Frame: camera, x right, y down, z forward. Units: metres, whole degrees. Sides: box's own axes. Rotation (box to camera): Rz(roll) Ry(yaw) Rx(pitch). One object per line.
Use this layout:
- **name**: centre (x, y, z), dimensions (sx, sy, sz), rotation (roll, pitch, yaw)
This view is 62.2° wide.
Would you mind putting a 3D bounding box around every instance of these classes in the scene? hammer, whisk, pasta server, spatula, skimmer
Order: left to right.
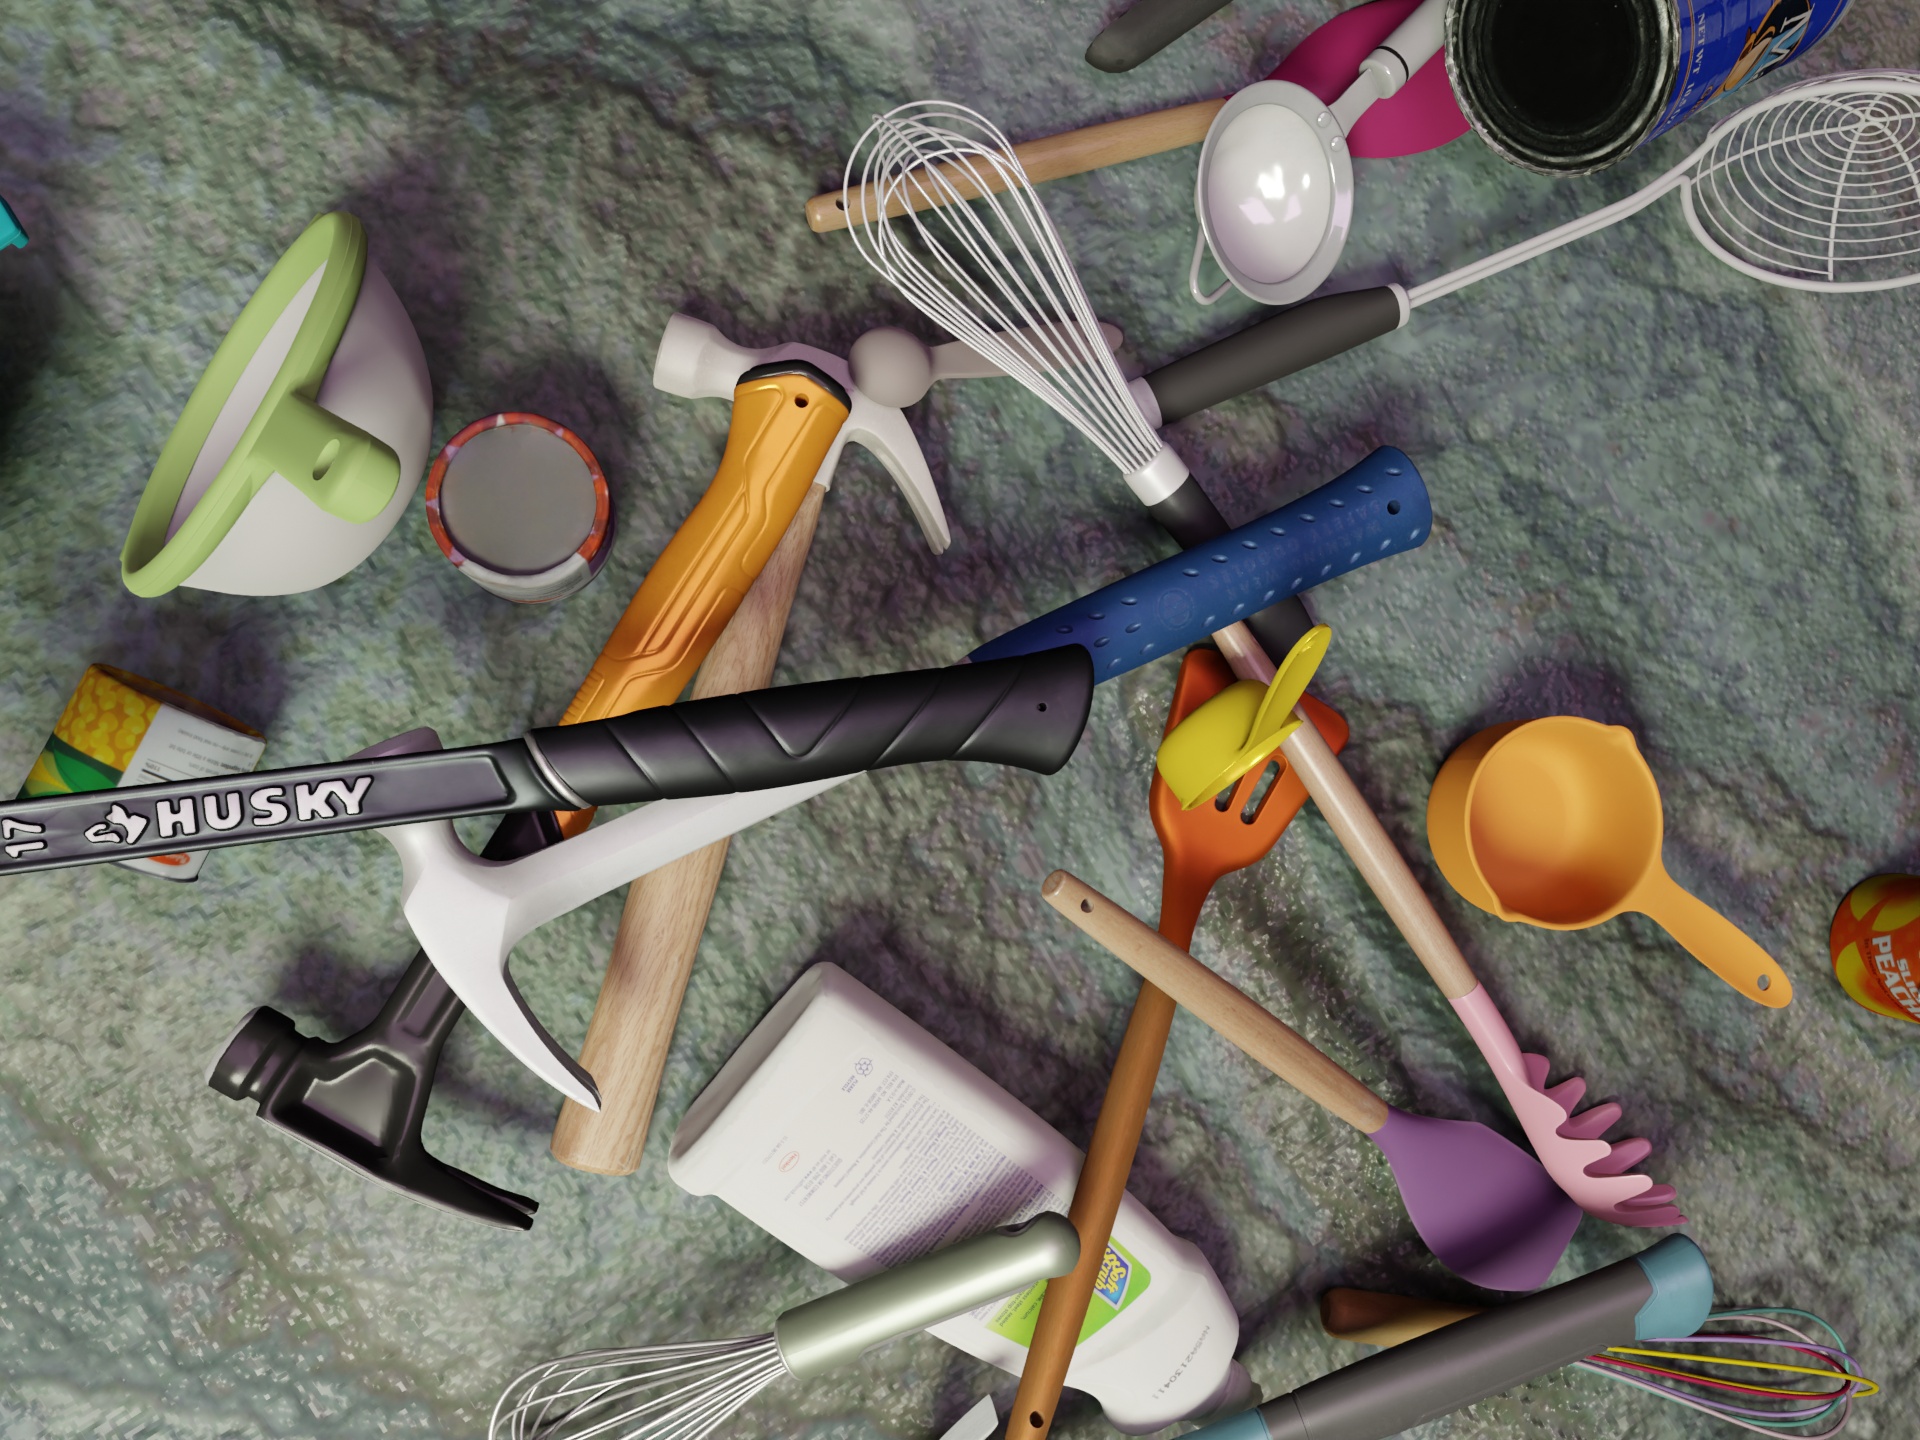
- **hammer**: centre (-0.151, 0.013, 0.509), dimensions (0.409, 0.036, 0.149), rotation (-8, 91, -15)
- **hammer**: centre (-0.131, 0.017, 0.589), dimensions (0.127, 0.034, 0.337), rotation (31, 85, -6)
- **hammer**: centre (-0.096, 0.014, 0.628), dimensions (0.130, 0.031, 0.331), rotation (16, 86, -8)
- **whisk**: centre (-0.068, 0.232, 0.581), dimensions (0.246, 0.057, 0.059), rotation (-25, 82, 11)
- **hammer**: centre (-0.001, -0.002, 0.584), dimensions (0.405, 0.035, 0.144), rotation (-24, 96, -13)
- **whisk**: centre (0.058, -0.122, 0.629), dimensions (0.070, 0.070, 0.284), rotation (-45, 110, -8)
- **spatula**: centre (0.075, 0.121, 0.618), dimensions (0.081, 0.041, 0.323), rotation (26, 62, -8)
- **hammer**: centre (0.130, 0.270, 0.608), dimensions (0.331, 0.033, 0.128), rotation (-19, 123, -3)
- **spatula**: centre (0.147, 0.148, 0.631), dimensions (0.315, 0.018, 0.060), rotation (38, 81, -23)
- **pasta server**: centre (0.201, 0.086, 0.659), dimensions (0.040, 0.060, 0.316), rotation (-32, 97, 18)
- **skimmer**: centre (0.249, -0.172, 0.657), dimensions (0.363, 0.127, 0.090), rotation (-22, 69, -2)
- **whisk**: centre (0.273, 0.266, 0.676), dimensions (0.245, 0.047, 0.051), rotation (10, 88, -6)

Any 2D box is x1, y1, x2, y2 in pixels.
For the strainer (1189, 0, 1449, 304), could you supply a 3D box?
- **strainer**: centre (0.169, -0.261, 0.658), dimensions (0.258, 0.050, 0.086), rotation (-46, 122, -10)

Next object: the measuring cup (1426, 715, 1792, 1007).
- **measuring cup**: centre (0.275, 0.067, 0.677), dimensions (0.173, 0.052, 0.095), rotation (37, 83, -8)

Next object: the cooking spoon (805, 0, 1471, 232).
- **cooking spoon**: centre (0.088, -0.249, 0.670), dimensions (0.319, 0.017, 0.069), rotation (-17, 91, -10)

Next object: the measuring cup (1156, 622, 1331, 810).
- **measuring cup**: centre (0.104, -0.010, 0.578), dimensions (0.062, 0.156, 0.029), rotation (-34, 74, -13)

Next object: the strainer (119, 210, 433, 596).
- **strainer**: centre (-0.202, -0.085, 0.525), dimensions (0.069, 0.257, 0.151), rotation (30, 88, -36)

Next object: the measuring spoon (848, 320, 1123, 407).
- **measuring spoon**: centre (0.014, -0.151, 0.643), dimensions (0.124, 0.018, 0.034), rotation (-13, 76, -23)

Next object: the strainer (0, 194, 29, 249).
- **strainer**: centre (-0.441, -0.039, 0.542), dimensions (0.211, 0.095, 0.340), rotation (13, 89, -6)
